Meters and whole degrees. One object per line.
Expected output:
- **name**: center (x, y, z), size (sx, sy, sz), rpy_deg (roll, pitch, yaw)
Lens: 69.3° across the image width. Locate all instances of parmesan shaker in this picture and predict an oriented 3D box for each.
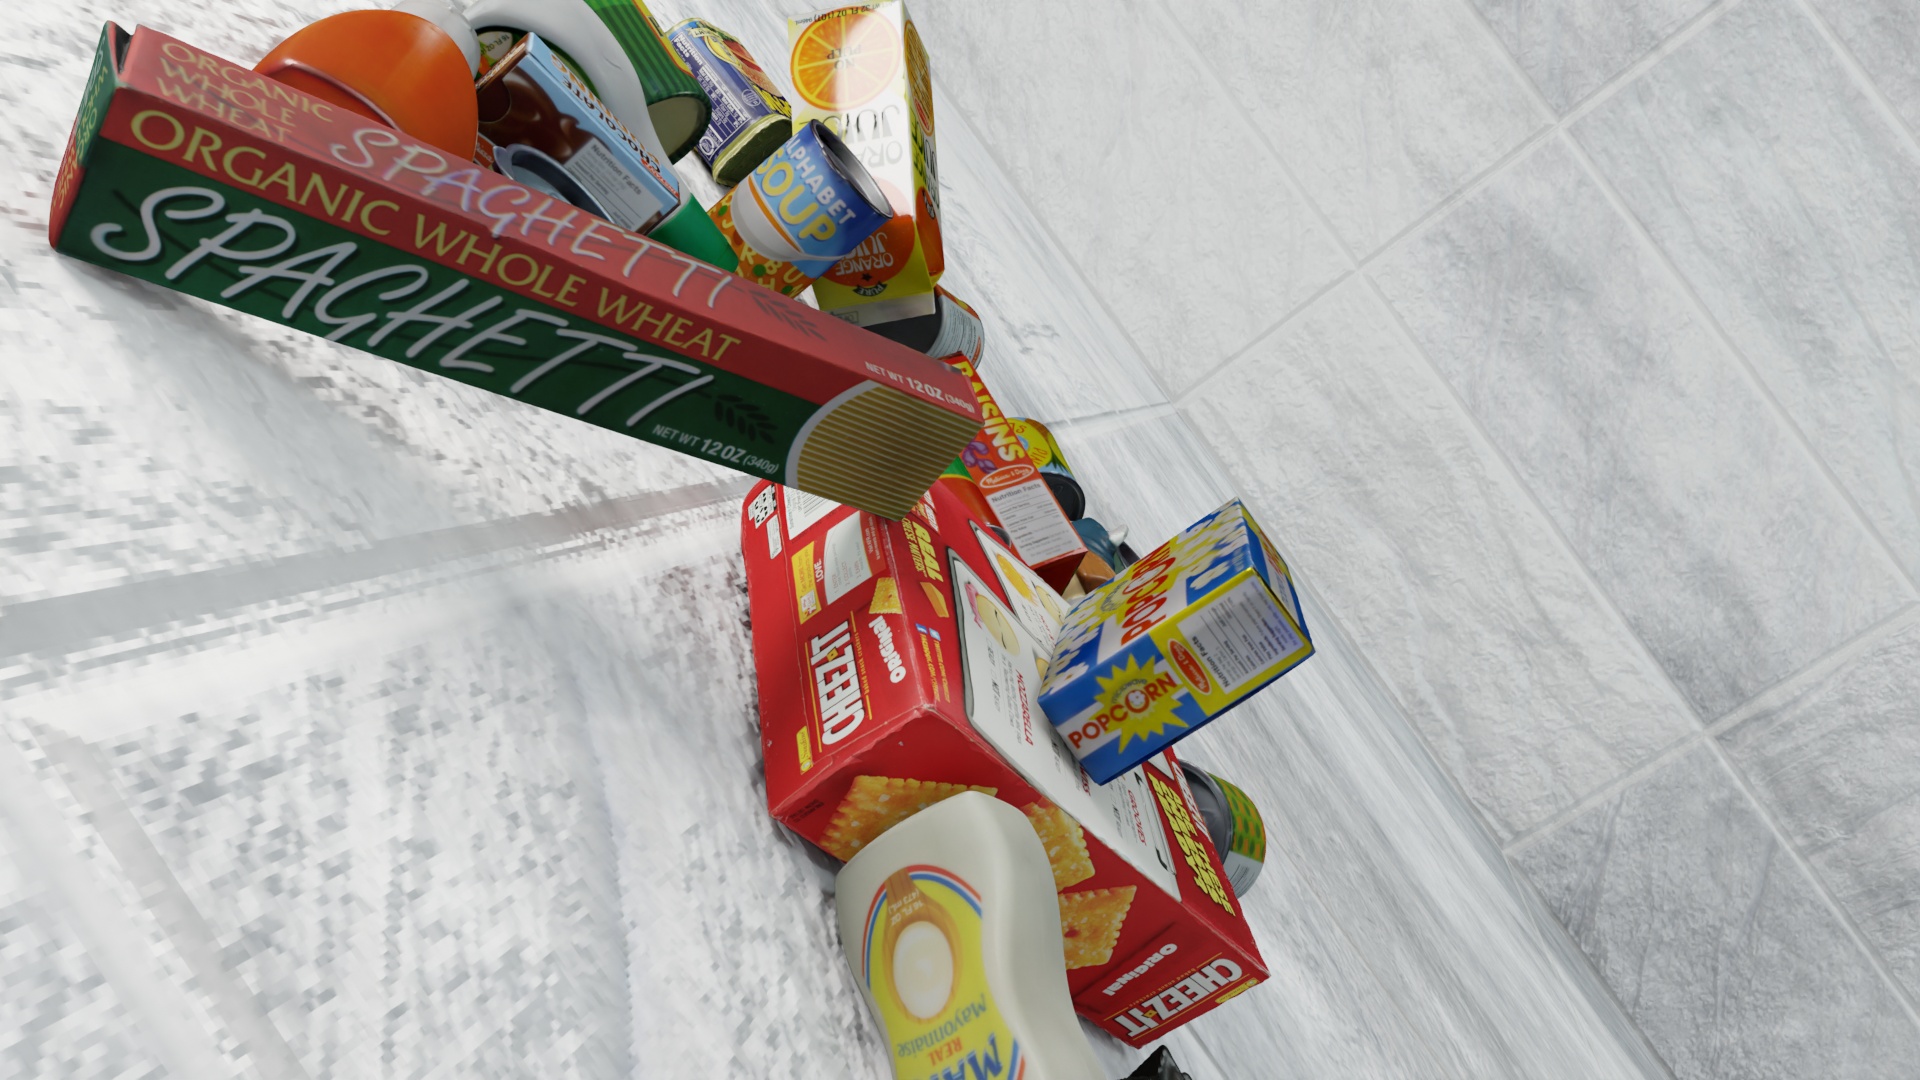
- **parmesan shaker**: center (-0.171, -0.227, 0.656), size (0.103, 0.071, 0.071), rpy_deg (56, 15, 8)

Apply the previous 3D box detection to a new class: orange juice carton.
- **orange juice carton**: center (-0.054, -0.218, 0.829), size (0.073, 0.072, 0.193), rpy_deg (44, 40, -71)

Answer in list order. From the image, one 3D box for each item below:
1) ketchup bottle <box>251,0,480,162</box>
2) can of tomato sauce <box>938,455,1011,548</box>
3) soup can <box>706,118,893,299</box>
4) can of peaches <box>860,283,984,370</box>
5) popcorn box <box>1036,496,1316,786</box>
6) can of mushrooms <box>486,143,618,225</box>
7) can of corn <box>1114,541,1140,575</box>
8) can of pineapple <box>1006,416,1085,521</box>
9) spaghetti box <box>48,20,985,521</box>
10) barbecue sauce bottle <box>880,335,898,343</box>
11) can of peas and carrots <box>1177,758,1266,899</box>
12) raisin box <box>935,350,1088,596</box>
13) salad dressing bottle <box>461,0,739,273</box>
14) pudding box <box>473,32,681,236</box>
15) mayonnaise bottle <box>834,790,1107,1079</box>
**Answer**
- **ketchup bottle**: center (-0.188, -0.146, 0.459), size (0.064, 0.043, 0.149), rpy_deg (45, 16, -29)
- **can of tomato sauce**: center (-0.025, -0.017, 0.619), size (0.083, 0.071, 0.071), rpy_deg (60, 16, 26)
- **soup can**: center (-0.089, -0.173, 0.743), size (0.071, 0.083, 0.071), rpy_deg (48, 15, -18)
- **can of peaches**: center (-0.028, -0.130, 0.874), size (0.071, 0.071, 0.058), rpy_deg (59, 16, 20)
- **popcorn box**: center (0.078, 0.032, 0.503), size (0.038, 0.085, 0.127), rpy_deg (54, 14, -4)
- **can of mushrooms**: center (-0.152, -0.109, 0.505), size (0.071, 0.033, 0.071), rpy_deg (49, 16, -19)
- **can of corn**: center (0.092, 0.042, 0.859), size (0.071, 0.058, 0.071), rpy_deg (49, 15, -18)
- **can of pineapple**: center (0.035, -0.034, 0.839), size (0.071, 0.071, 0.058), rpy_deg (41, 18, -41)
- **spaghetti box**: center (-0.102, -0.060, 0.382), size (0.250, 0.050, 0.029), rpy_deg (18, 36, -38)
- **barbecue sauce bottle**: center (-0.025, -0.084, 0.804), size (0.065, 0.043, 0.148), rpy_deg (26, 5, 17)
- **can of peas and carrots**: center (0.106, 0.139, 0.663), size (0.058, 0.071, 0.071), rpy_deg (33, 25, -56)
- **raisin box**: center (0.006, -0.017, 0.679), size (0.124, 0.040, 0.085), rpy_deg (60, -27, 23)
- **salad dressing bottle**: center (-0.152, -0.168, 0.595), size (0.147, 0.064, 0.044), rpy_deg (53, 36, -31)
- **pudding box**: center (-0.158, -0.153, 0.554), size (0.083, 0.049, 0.030), rpy_deg (43, 16, -34)
- **mayonnaise bottle**: center (0.009, 0.144, 0.371), size (0.041, 0.064, 0.149), rpy_deg (35, 27, -44)
